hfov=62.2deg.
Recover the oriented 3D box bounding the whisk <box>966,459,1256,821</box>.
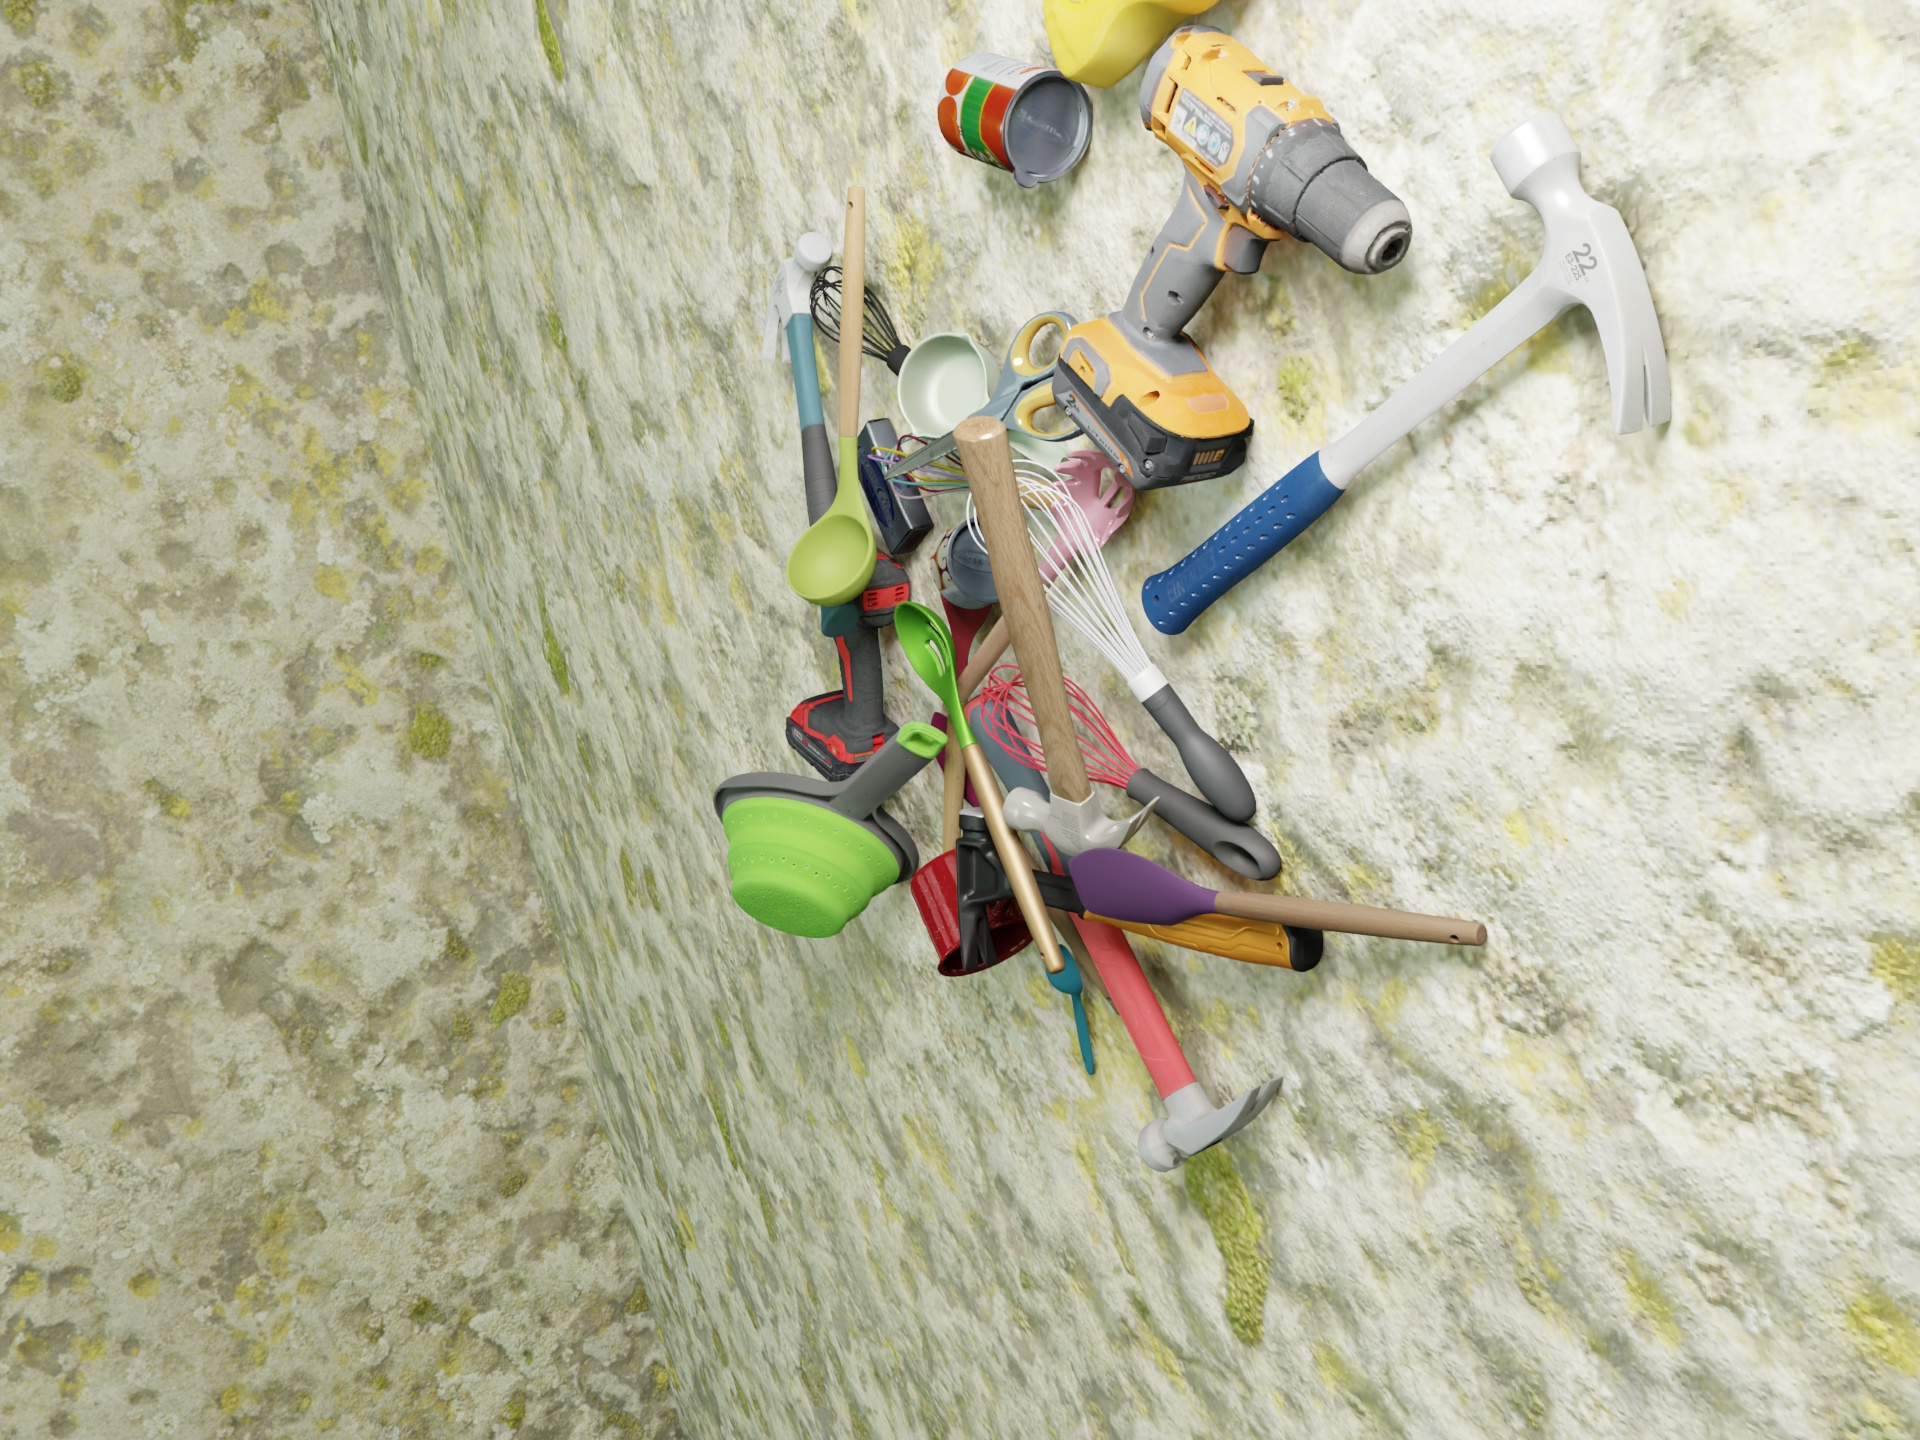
[{"bbox_3d":[0.101,-0.049,1.035,0.284,0.070,0.070,54,151,3],"label":"whisk"}]

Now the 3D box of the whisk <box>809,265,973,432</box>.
[{"bbox_3d":[-0.050,-0.281,1.245,0.239,0.055,0.055,49,145,30],"label":"whisk"}]

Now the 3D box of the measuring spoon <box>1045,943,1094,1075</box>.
[{"bbox_3d":[0.088,0.240,1.291,0.042,0.021,0.128,-138,32,-60],"label":"measuring spoon"}]

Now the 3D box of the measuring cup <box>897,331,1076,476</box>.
[{"bbox_3d":[0.028,-0.218,1.147,0.168,0.038,0.083,36,108,23],"label":"measuring cup"}]

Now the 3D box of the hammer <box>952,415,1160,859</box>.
[{"bbox_3d":[0.051,-0.041,1.030,0.130,0.031,0.331,19,137,41],"label":"hammer"}]

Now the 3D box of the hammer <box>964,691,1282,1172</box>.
[{"bbox_3d":[0.104,0.135,1.194,0.143,0.038,0.387,-51,57,47],"label":"hammer"}]

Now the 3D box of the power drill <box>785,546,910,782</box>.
[{"bbox_3d":[-0.105,-0.064,1.441,0.143,0.078,0.219,38,133,47],"label":"power drill"}]

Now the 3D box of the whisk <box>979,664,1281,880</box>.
[{"bbox_3d":[0.111,0.035,1.116,0.296,0.073,0.073,34,134,42],"label":"whisk"}]

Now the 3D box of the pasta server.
[{"bbox_3d":[0.046,-0.088,1.153,0.060,0.040,0.316,53,142,13],"label":"pasta server"}]

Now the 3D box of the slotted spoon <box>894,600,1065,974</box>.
[{"bbox_3d":[0.016,0.044,1.191,0.070,0.031,0.314,118,135,-58],"label":"slotted spoon"}]

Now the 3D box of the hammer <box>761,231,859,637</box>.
[{"bbox_3d":[-0.123,-0.234,1.351,0.128,0.033,0.331,147,117,-63],"label":"hammer"}]

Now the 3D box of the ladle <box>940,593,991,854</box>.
[{"bbox_3d":[-0.002,-0.004,1.310,0.069,0.031,0.315,40,135,48],"label":"ladle"}]

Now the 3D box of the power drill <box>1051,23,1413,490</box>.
[{"bbox_3d":[0.146,-0.235,0.875,0.186,0.084,0.226,53,142,33],"label":"power drill"}]

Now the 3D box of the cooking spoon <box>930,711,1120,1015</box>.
[{"bbox_3d":[0.050,0.113,1.311,0.319,0.017,0.068,55,149,32],"label":"cooking spoon"}]

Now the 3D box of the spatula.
[{"bbox_3d":[0.183,0.115,0.995,0.316,0.018,0.059,2,119,48],"label":"spatula"}]

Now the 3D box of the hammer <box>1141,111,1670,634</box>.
[{"bbox_3d":[0.209,-0.135,0.856,0.144,0.035,0.405,68,152,11],"label":"hammer"}]

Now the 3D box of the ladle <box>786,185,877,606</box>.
[{"bbox_3d":[-0.094,-0.246,1.233,0.078,0.062,0.320,15,110,34],"label":"ladle"}]

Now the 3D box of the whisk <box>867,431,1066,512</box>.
[{"bbox_3d":[0.009,-0.184,1.206,0.245,0.051,0.047,24,147,51],"label":"whisk"}]

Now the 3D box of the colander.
[{"bbox_3d":[-0.114,0.109,1.418,0.397,0.204,0.095,-42,26,56],"label":"colander"}]

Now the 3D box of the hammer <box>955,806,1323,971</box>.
[{"bbox_3d":[0.113,0.140,1.125,0.337,0.034,0.127,5,98,50],"label":"hammer"}]
